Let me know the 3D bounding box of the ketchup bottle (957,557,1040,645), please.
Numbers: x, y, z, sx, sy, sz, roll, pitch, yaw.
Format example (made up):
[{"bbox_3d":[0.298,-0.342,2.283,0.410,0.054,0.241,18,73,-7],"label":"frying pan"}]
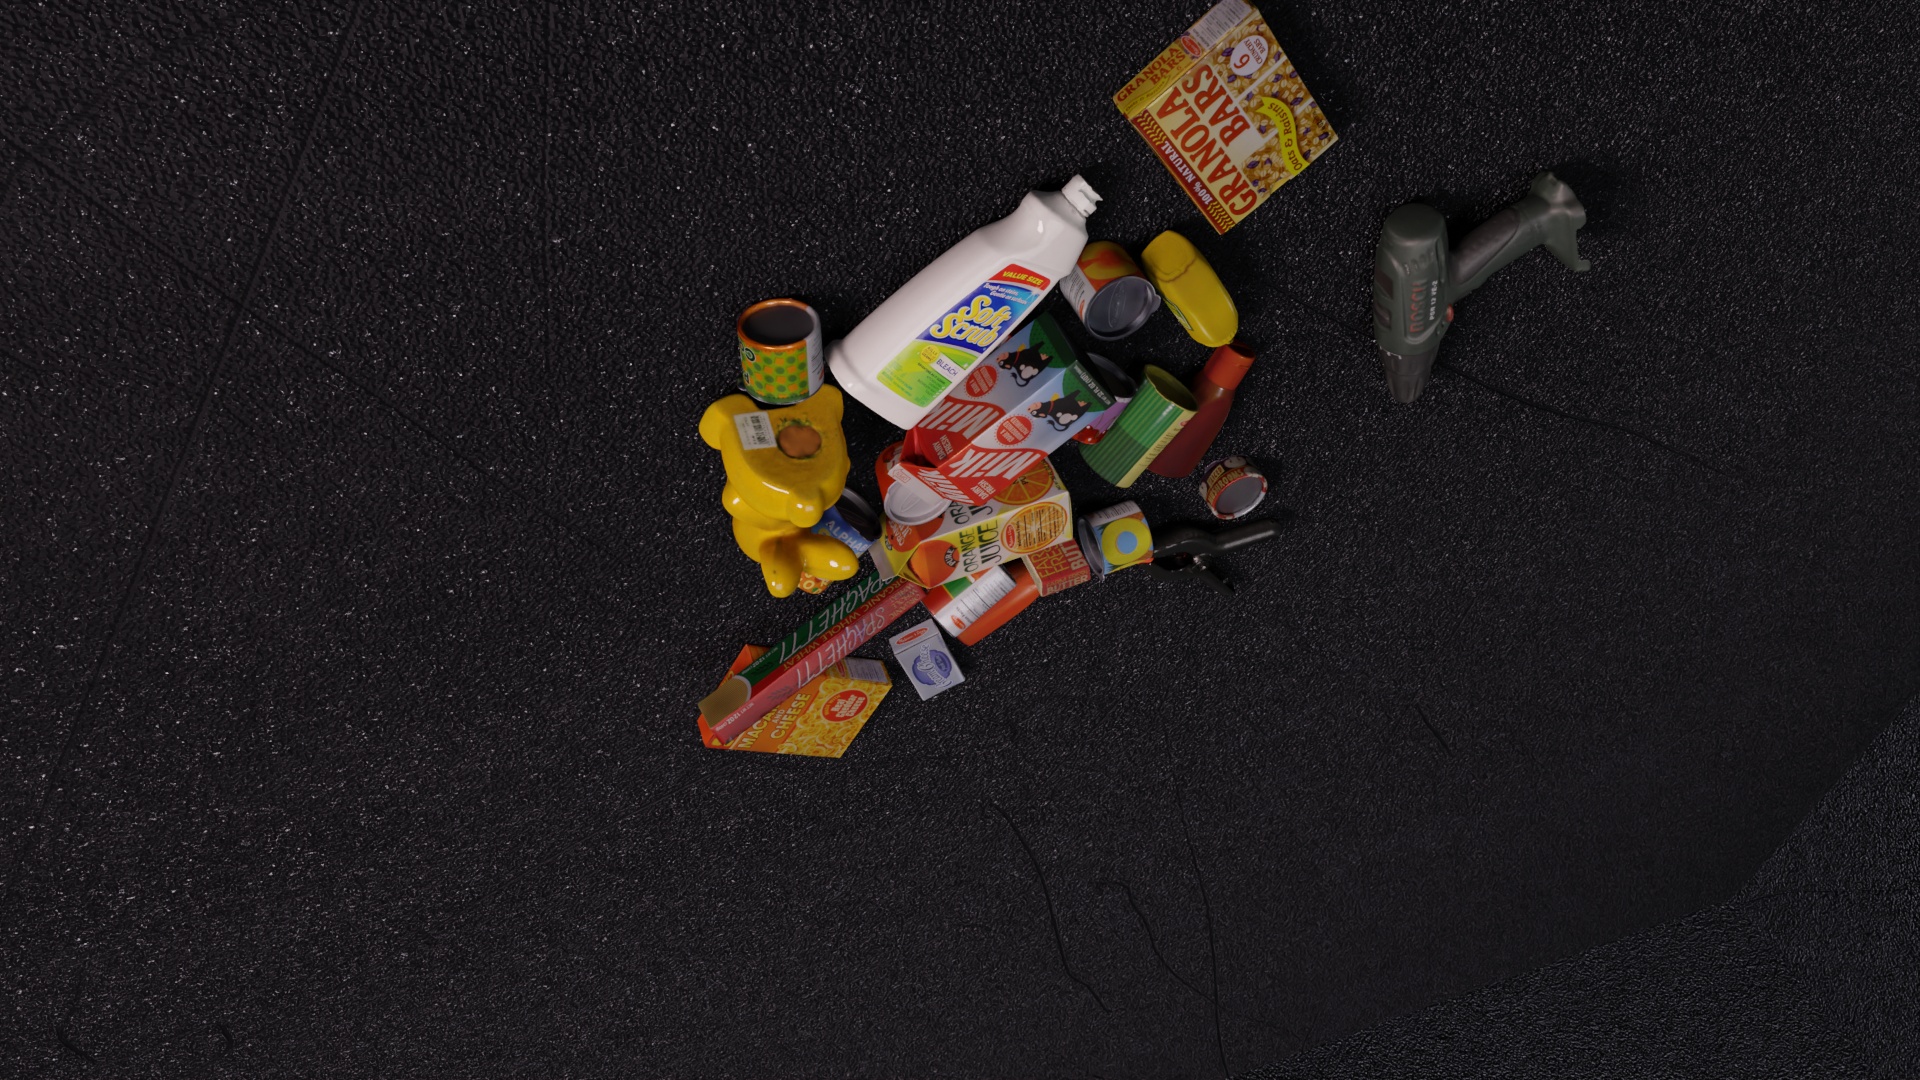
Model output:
[{"bbox_3d":[0.052,0.049,1.448,0.148,0.044,0.064,-34,137,9],"label":"ketchup bottle"}]

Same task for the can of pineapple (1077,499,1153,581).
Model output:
[{"bbox_3d":[0.160,-0.001,1.433,0.058,0.071,0.070,-19,140,-10],"label":"can of pineapple"}]

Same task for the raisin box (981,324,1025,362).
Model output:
[{"bbox_3d":[0.033,-0.134,1.244,0.086,0.040,0.123,17,123,-40],"label":"raisin box"}]

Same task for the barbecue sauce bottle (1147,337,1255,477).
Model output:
[{"bbox_3d":[0.233,-0.129,1.354,0.065,0.044,0.147,6,130,-33],"label":"barbecue sauce bottle"}]

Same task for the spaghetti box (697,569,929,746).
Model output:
[{"bbox_3d":[-0.144,0.106,1.360,0.250,0.050,0.028,-37,126,-6],"label":"spaghetti box"}]

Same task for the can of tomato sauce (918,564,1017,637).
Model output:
[{"bbox_3d":[0.004,0.045,1.395,0.083,0.071,0.071,-40,139,3],"label":"can of tomato sauce"}]

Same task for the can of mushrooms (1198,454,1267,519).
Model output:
[{"bbox_3d":[0.287,-0.057,1.469,0.071,0.033,0.070,-15,140,-13],"label":"can of mushrooms"}]

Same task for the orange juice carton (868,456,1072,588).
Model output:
[{"bbox_3d":[0.005,-0.017,1.330,0.193,0.072,0.072,-19,140,-9],"label":"orange juice carton"}]

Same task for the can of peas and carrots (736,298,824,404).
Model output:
[{"bbox_3d":[-0.146,-0.151,1.109,0.071,0.071,0.058,-14,138,-15],"label":"can of peas and carrots"}]

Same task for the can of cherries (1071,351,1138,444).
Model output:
[{"bbox_3d":[0.120,-0.130,1.272,0.071,0.072,0.058,10,129,-35],"label":"can of cherries"}]

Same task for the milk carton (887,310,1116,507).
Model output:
[{"bbox_3d":[0.029,-0.100,1.189,0.190,0.074,0.072,-38,137,14],"label":"milk carton"}]

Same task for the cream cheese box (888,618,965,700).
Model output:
[{"bbox_3d":[-0.035,0.130,1.504,0.053,0.024,0.103,-26,140,0],"label":"cream cheese box"}]

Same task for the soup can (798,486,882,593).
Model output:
[{"bbox_3d":[-0.123,0.001,1.280,0.083,0.071,0.071,-43,137,19],"label":"soup can"}]

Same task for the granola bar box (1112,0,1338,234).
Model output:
[{"bbox_3d":[0.217,-0.340,1.120,0.124,0.039,0.165,-39,138,15],"label":"granola bar box"}]

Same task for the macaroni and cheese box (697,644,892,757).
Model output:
[{"bbox_3d":[-0.173,0.171,1.461,0.166,0.040,0.123,11,127,-36],"label":"macaroni and cheese box"}]

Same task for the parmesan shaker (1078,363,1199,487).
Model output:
[{"bbox_3d":[0.167,-0.108,1.321,0.071,0.071,0.102,17,125,-39],"label":"parmesan shaker"}]

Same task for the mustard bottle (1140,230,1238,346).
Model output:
[{"bbox_3d":[0.214,-0.212,1.240,0.049,0.065,0.160,-40,143,9],"label":"mustard bottle"}]

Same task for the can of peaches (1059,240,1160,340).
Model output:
[{"bbox_3d":[0.127,-0.215,1.192,0.071,0.058,0.070,-15,138,-14],"label":"can of peaches"}]

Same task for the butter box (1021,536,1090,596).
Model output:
[{"bbox_3d":[0.084,0.005,1.371,0.053,0.104,0.024,-19,141,-9],"label":"butter box"}]

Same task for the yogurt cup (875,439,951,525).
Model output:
[{"bbox_3d":[-0.045,-0.055,1.275,0.072,0.054,0.072,-15,139,-13],"label":"yogurt cup"}]
